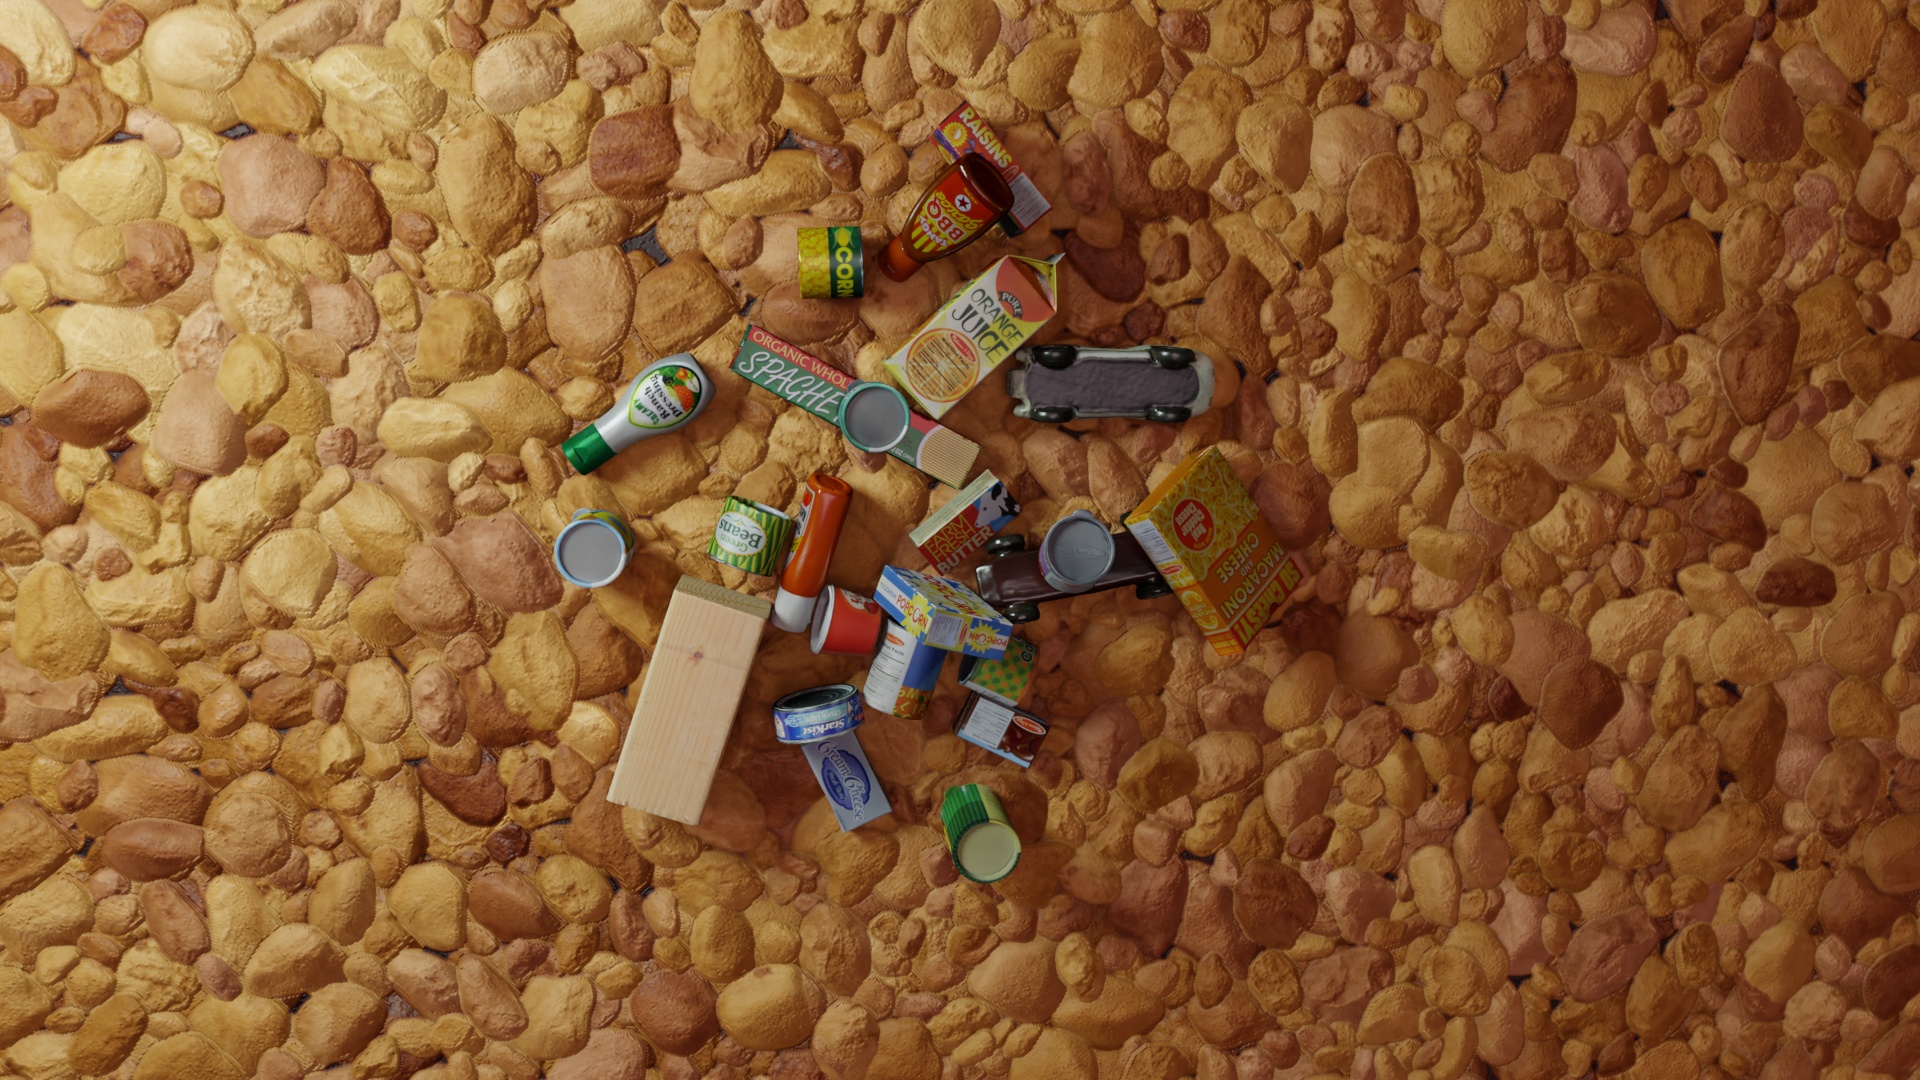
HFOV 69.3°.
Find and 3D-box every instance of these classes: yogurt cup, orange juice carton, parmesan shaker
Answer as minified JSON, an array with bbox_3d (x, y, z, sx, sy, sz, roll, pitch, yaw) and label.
[{"bbox_3d":[-0.109,0.080,1.329,0.054,0.072,0.072,14,96,-17],"label":"yogurt cup"},{"bbox_3d":[0.021,-0.204,1.302,0.193,0.072,0.073,-42,101,0],"label":"orange juice carton"},{"bbox_3d":[0.016,0.282,1.350,0.071,0.103,0.071,-1,98,-7],"label":"parmesan shaker"}]

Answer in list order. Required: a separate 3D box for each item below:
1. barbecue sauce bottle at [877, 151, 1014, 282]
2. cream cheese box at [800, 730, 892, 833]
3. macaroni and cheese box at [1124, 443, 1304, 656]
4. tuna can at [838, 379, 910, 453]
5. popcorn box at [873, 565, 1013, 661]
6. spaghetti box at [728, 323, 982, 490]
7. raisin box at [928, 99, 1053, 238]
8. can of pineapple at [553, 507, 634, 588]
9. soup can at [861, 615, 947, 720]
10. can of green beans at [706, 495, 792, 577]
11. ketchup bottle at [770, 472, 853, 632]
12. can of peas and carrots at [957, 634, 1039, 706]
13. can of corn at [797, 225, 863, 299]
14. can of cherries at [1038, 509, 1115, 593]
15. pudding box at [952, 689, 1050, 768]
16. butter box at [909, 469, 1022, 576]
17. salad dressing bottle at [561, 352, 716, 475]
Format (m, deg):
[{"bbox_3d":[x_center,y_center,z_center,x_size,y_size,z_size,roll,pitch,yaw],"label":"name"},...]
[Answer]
[{"bbox_3d":[-0.019,-0.286,1.257,0.065,0.148,0.044,48,46,-10],"label":"barbecue sauce bottle"},{"bbox_3d":[-0.113,0.231,1.367,0.053,0.024,0.103,-26,100,-3],"label":"cream cheese box"},{"bbox_3d":[0.249,0.009,1.345,0.124,0.040,0.166,-43,102,-33],"label":"macaroni and cheese box"},{"bbox_3d":[-0.081,-0.117,1.290,0.071,0.033,0.071,-1,98,-8],"label":"tuna can"},{"bbox_3d":[-0.017,0.066,1.295,0.085,0.127,0.038,15,101,-29],"label":"popcorn box"},{"bbox_3d":[-0.099,-0.126,1.319,0.250,0.029,0.050,27,93,-10],"label":"spaghetti box"},{"bbox_3d":[0.027,-0.339,1.277,0.040,0.086,0.123,-41,100,2],"label":"raisin box"},{"bbox_3d":[-0.342,0.006,1.292,0.071,0.058,0.071,-1,98,-7],"label":"can of pineapple"},{"bbox_3d":[-0.050,0.123,1.341,0.071,0.071,0.083,18,96,-9],"label":"soup can"},{"bbox_3d":[-0.198,-0.005,1.304,0.071,0.071,0.057,21,95,-9],"label":"can of green beans"},{"bbox_3d":[-0.143,0.013,1.318,0.043,0.065,0.148,14,104,-15],"label":"ketchup bottle"},{"bbox_3d":[0.038,0.119,1.350,0.059,0.071,0.071,25,94,-10],"label":"can of peas and carrots"},{"bbox_3d":[-0.120,-0.255,1.278,0.058,0.071,0.071,-3,98,-6],"label":"can of corn"},{"bbox_3d":[0.109,0.011,1.301,0.071,0.058,0.071,0,79,-2],"label":"can of cherries"},{"bbox_3d":[0.040,0.186,1.377,0.084,0.030,0.049,26,93,-10],"label":"pudding box"},{"bbox_3d":[0.005,-0.017,1.338,0.103,0.024,0.053,-40,131,0],"label":"butter box"},{"bbox_3d":[-0.299,-0.115,1.288,0.148,0.044,0.064,-35,101,-1],"label":"salad dressing bottle"}]
